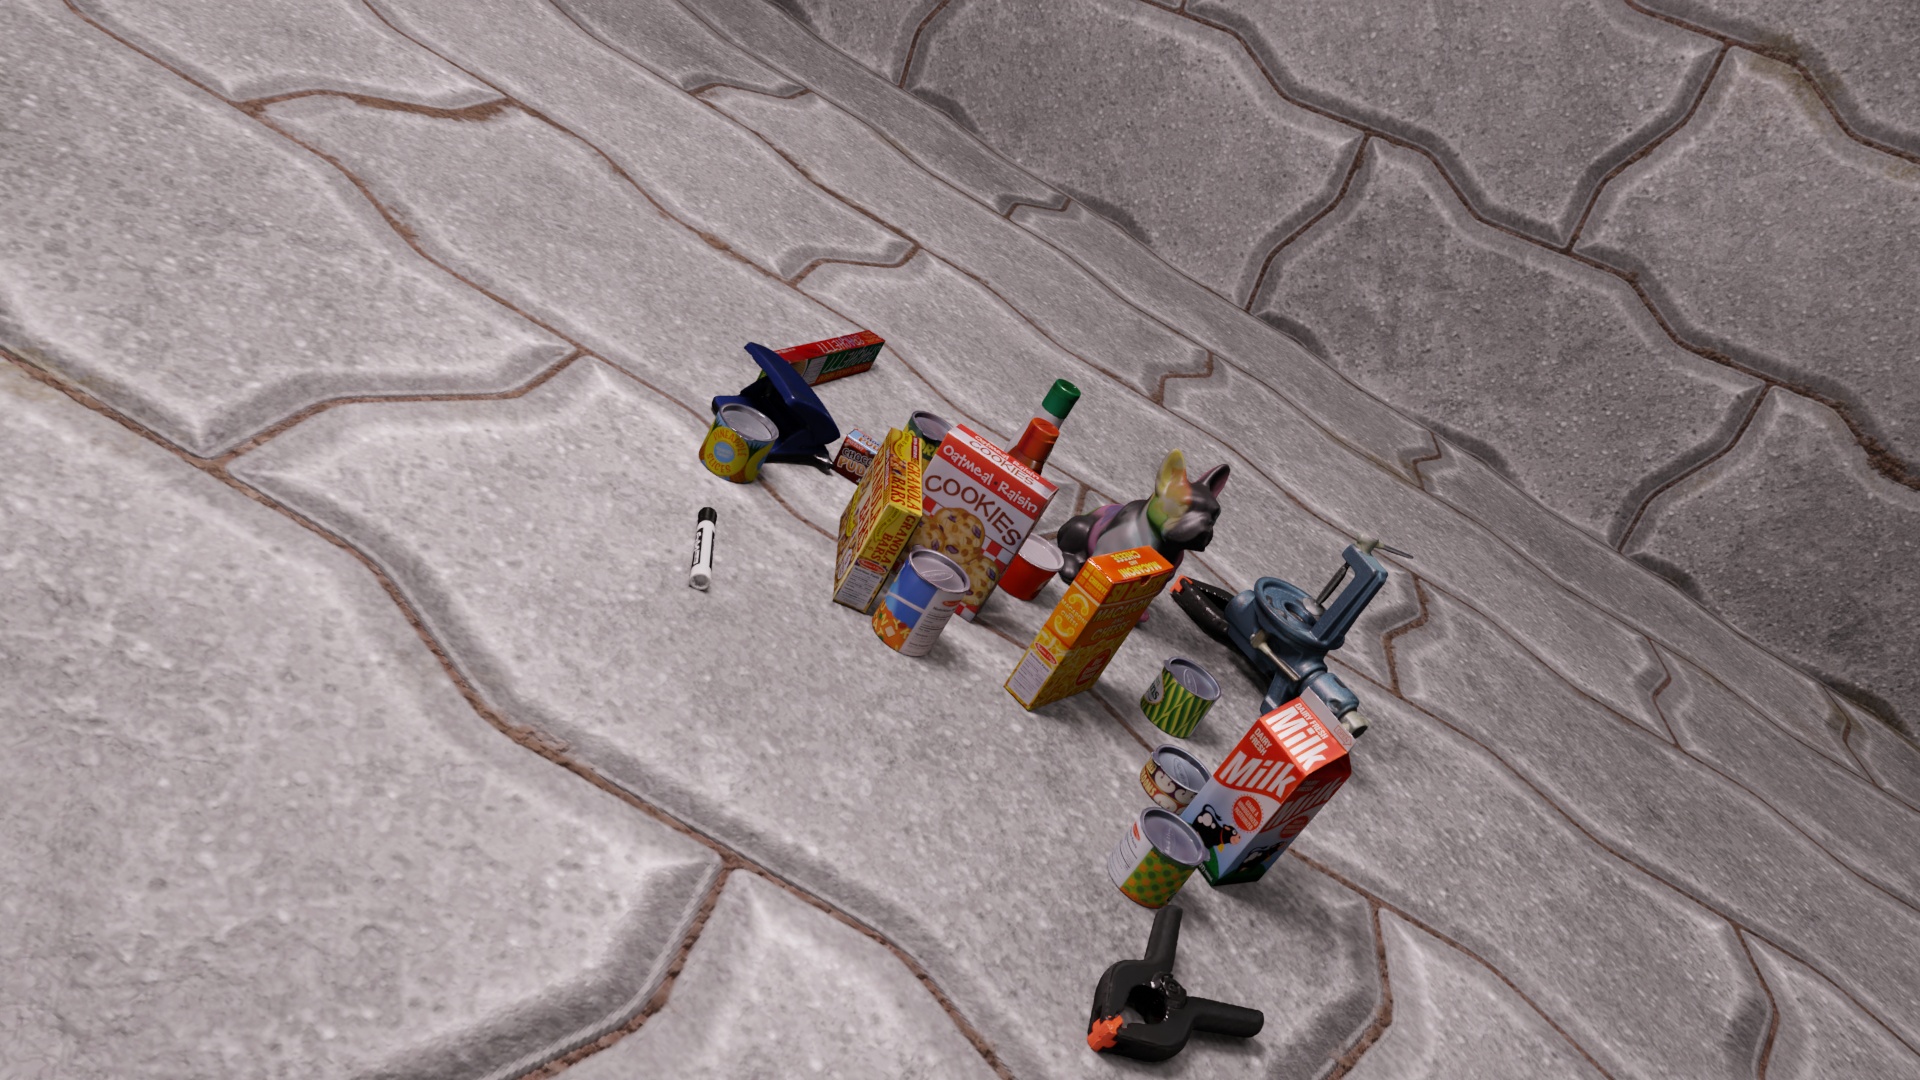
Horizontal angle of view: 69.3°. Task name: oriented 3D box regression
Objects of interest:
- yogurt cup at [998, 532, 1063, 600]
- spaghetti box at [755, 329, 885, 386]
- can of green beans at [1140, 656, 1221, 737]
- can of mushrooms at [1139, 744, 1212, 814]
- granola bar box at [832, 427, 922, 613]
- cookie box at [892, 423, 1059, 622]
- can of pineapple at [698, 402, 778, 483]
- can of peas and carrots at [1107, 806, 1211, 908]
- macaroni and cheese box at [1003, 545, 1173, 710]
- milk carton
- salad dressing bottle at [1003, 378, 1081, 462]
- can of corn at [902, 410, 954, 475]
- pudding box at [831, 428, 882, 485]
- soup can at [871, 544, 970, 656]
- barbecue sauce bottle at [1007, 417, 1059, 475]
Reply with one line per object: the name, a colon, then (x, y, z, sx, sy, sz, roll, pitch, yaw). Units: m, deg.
yogurt cup: (0.073, 0.030, 1.542, 0.072, 0.053, 0.073, 25, 26, -13)
spaghetti box: (-0.171, -0.223, 1.731, 0.029, 0.050, 0.251, 37, 26, 12)
can of green beans: (0.232, 0.166, 1.468, 0.071, 0.057, 0.071, 25, 26, -13)
can of mushrooms: (0.208, 0.232, 1.352, 0.071, 0.033, 0.071, 25, 26, -13)
granola bar box: (-0.081, -0.023, 1.388, 0.039, 0.123, 0.166, 24, 26, -15)
cookie box: (0.005, -0.018, 1.423, 0.123, 0.166, 0.040, 34, 25, 6)
can of pineapple: (-0.231, -0.100, 1.439, 0.071, 0.057, 0.071, 25, 26, -13)
can of peas and carrots: (0.172, 0.276, 1.206, 0.071, 0.058, 0.071, 25, 26, -13)
macaroni and cheese box: (0.129, 0.086, 1.374, 0.040, 0.165, 0.124, 44, 28, 24)
milk carton: (0.283, 0.225, 1.266, 0.073, 0.189, 0.072, 7, 35, -41)
salad dressing bottle: (0.100, -0.135, 1.756, 0.064, 0.147, 0.044, 0, 40, -48)
can of corn: (-0.043, -0.112, 1.664, 0.071, 0.058, 0.071, 25, 26, -13)
pudding box: (-0.098, -0.083, 1.562, 0.084, 0.049, 0.030, 33, 25, 3)
soup can: (-0.040, 0.058, 1.336, 0.071, 0.083, 0.072, 25, 26, -13)
barbecue sauce bottle: (0.063, -0.072, 1.604, 0.065, 0.148, 0.044, 2, 38, -46)
